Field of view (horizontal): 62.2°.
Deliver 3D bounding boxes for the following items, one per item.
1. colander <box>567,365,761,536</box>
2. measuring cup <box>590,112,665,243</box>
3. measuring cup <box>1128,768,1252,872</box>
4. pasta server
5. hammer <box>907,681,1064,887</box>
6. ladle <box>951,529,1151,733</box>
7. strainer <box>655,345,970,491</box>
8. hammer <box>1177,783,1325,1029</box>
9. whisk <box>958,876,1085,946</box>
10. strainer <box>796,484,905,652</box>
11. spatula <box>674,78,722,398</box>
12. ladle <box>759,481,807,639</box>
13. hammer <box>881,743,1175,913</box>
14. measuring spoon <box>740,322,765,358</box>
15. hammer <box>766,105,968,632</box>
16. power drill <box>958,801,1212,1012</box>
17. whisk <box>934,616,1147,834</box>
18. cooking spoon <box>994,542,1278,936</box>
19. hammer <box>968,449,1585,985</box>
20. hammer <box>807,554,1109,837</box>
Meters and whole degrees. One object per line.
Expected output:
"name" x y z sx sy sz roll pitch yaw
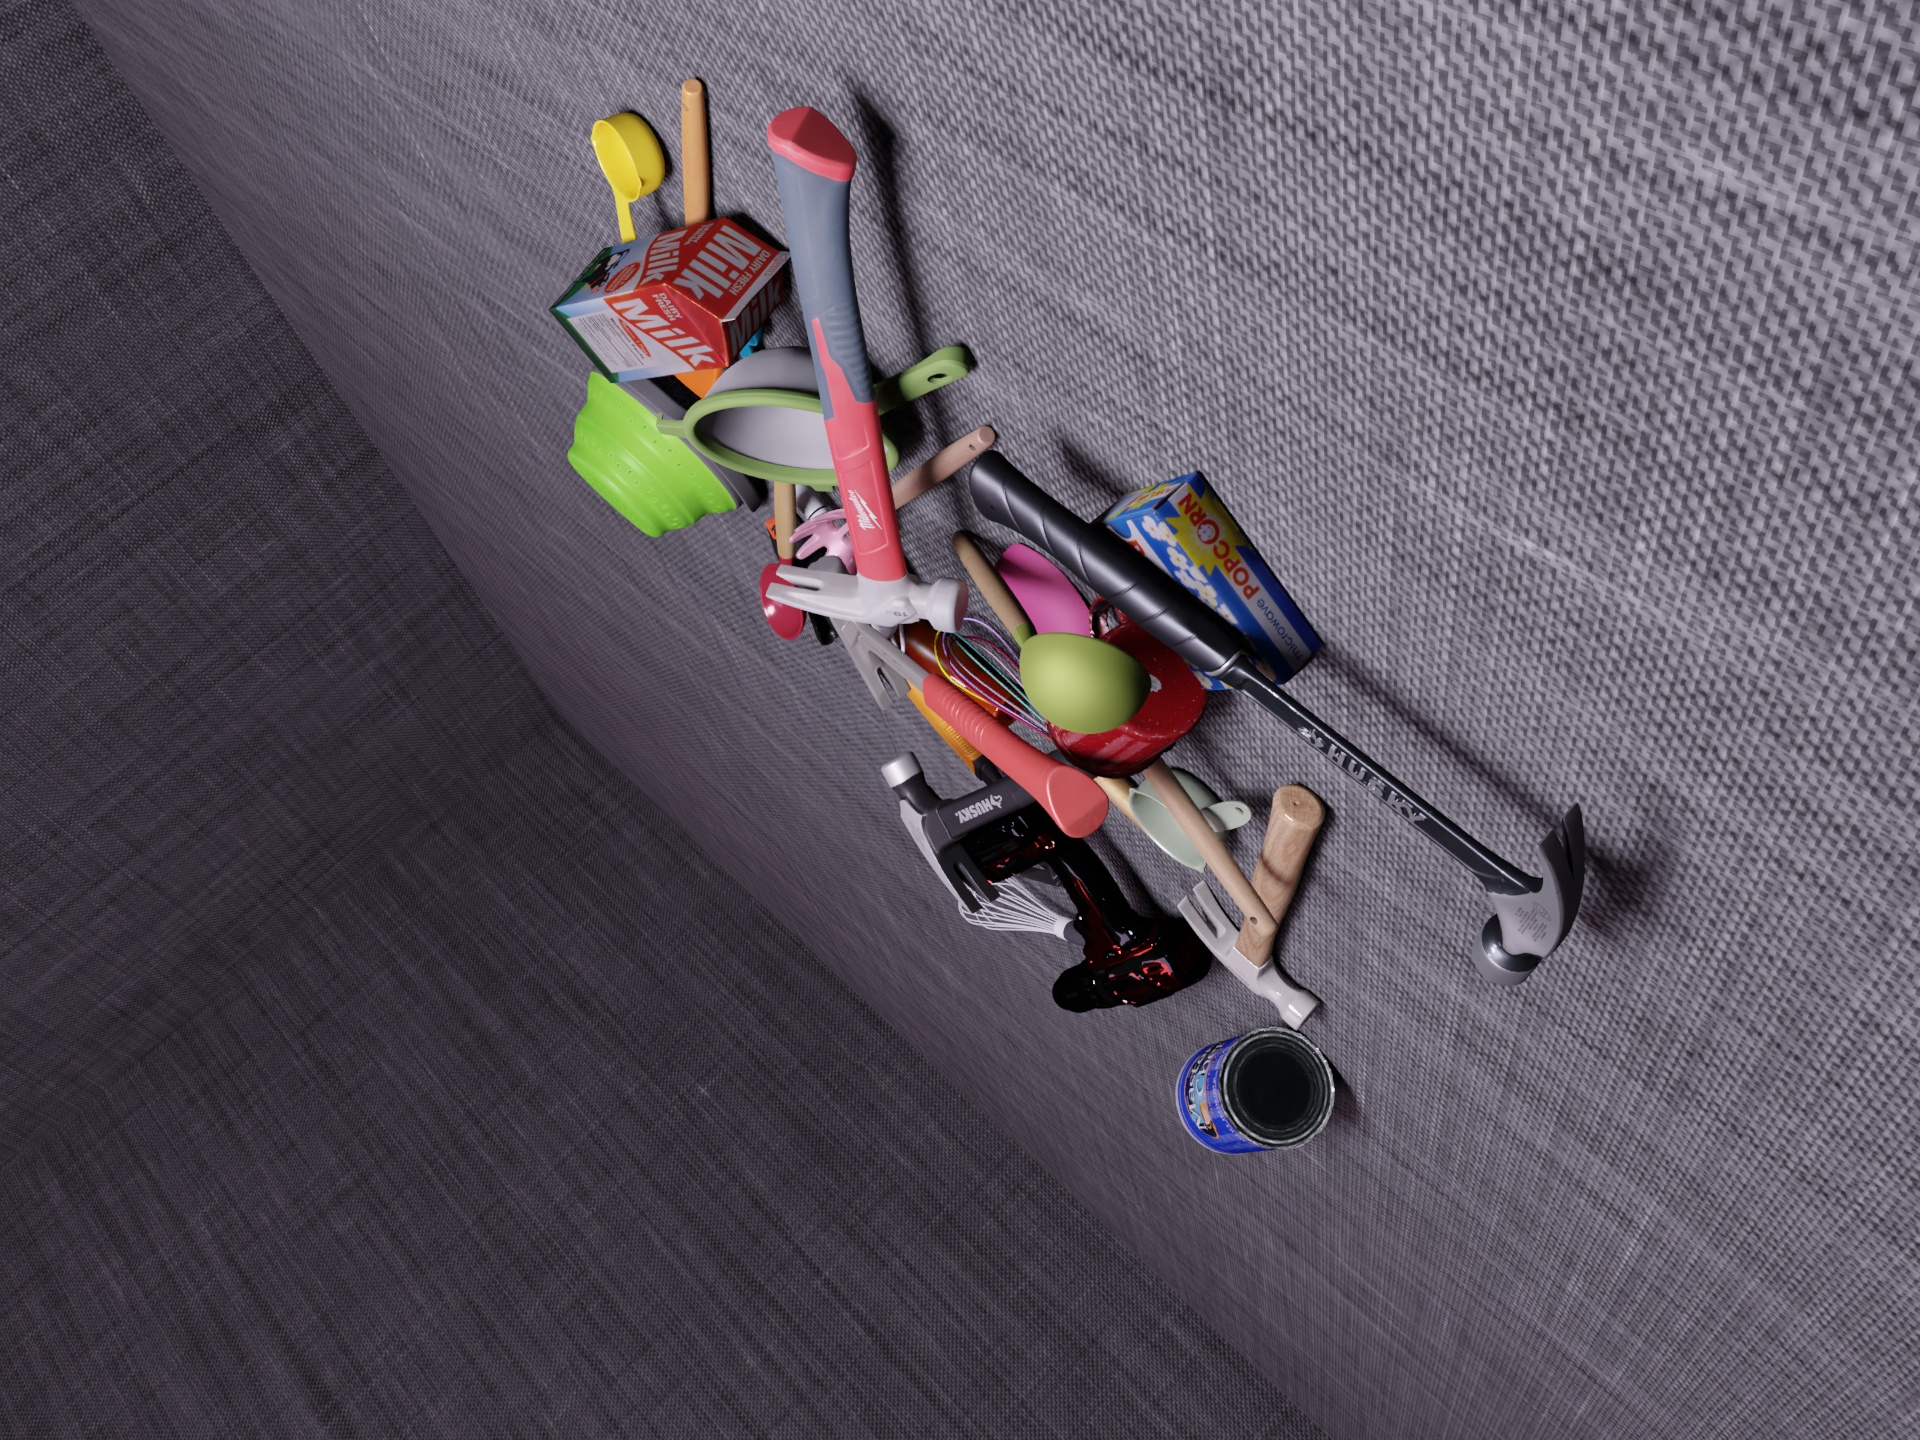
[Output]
"colander" -0.257 -0.221 1.363 0.204 0.094 0.397 44 172 -21
"measuring cup" -0.230 -0.367 1.146 0.062 0.029 0.156 46 156 23
"measuring cup" 0.176 0.062 1.127 0.083 0.038 0.167 49 161 -4
"pasta server" -0.050 -0.157 1.151 0.060 0.040 0.316 42 159 -14
"hammer" 0.004 0.023 1.466 0.336 0.034 0.127 52 162 -15
"ladle" 0.042 -0.076 1.020 0.078 0.062 0.320 30 -165 -25
"strainer" -0.079 -0.226 1.061 0.151 0.069 0.256 15 163 -38
"hammer" 0.224 0.128 1.164 0.130 0.031 0.331 40 161 22
"whisk" 0.089 0.204 1.640 0.285 0.070 0.070 16 145 52
"strainer" -0.109 -0.164 1.320 0.258 0.050 0.086 51 147 8
"spatula" -0.193 -0.338 1.132 0.081 0.041 0.322 44 162 7
"ladle" -0.148 -0.155 1.336 0.069 0.031 0.315 55 163 16
"hammer" 0.056 0.055 1.238 0.335 0.035 0.146 -29 89 55
"measuring spoon" -0.156 -0.287 1.207 0.042 0.021 0.128 43 172 10
"hammer" -0.083 -0.196 0.980 0.143 0.038 0.385 10 145 14
"power drill" 0.094 0.167 1.411 0.226 0.080 0.188 48 141 -8
"whisk" 0.073 0.010 1.255 0.245 0.047 0.051 44 162 3
"cooking spoon" 0.118 0.013 1.088 0.319 0.017 0.068 55 140 9
"hammer" 0.156 -0.022 0.854 0.409 0.036 0.149 41 161 21
"hammer" -0.002 -0.004 1.144 0.359 0.037 0.149 40 163 52
